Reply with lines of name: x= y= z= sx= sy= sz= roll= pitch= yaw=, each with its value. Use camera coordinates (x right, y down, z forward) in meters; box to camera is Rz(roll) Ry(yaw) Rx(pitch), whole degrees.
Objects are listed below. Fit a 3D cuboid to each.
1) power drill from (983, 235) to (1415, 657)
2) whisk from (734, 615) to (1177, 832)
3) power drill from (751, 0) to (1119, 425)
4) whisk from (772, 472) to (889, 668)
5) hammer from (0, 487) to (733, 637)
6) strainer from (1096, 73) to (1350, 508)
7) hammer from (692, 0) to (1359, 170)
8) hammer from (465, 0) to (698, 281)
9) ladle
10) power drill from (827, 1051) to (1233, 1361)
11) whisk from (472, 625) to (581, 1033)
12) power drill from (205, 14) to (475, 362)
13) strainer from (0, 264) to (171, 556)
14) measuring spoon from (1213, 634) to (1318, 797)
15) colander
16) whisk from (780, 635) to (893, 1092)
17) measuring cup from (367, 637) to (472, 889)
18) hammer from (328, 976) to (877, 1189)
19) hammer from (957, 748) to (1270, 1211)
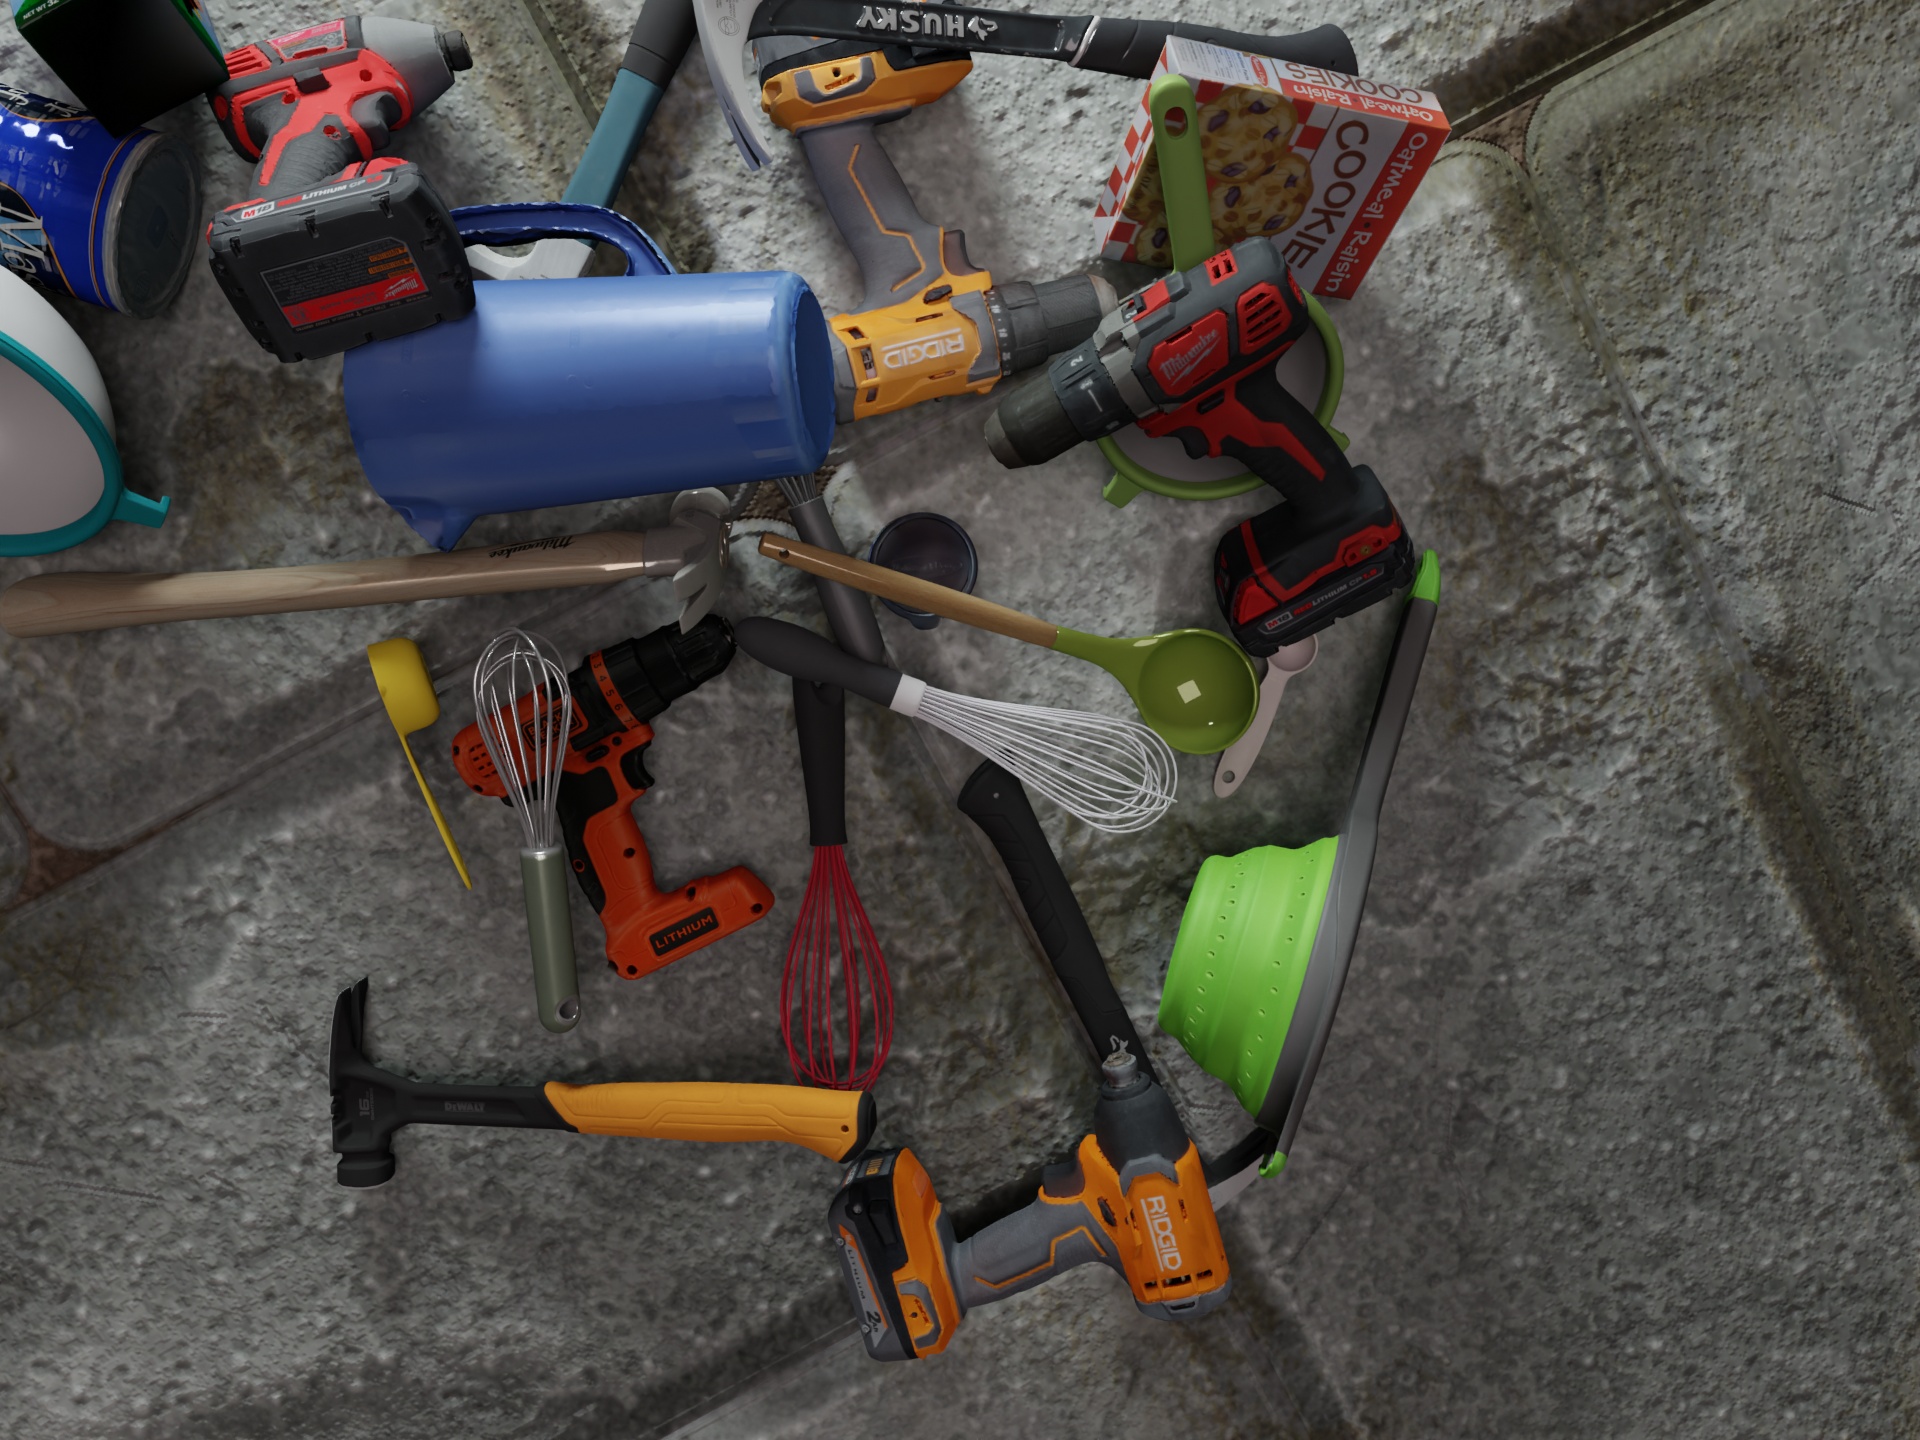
power drill: x=0.141 y=-0.143 z=0.914 sx=0.188 sy=0.080 sz=0.226 roll=-28 pitch=124 yaw=18
whisk: x=-0.002 y=-0.003 z=0.954 sx=0.284 sy=0.070 sz=0.070 roll=22 pitch=95 yaw=-4
power drill: x=-0.014 y=-0.302 z=0.927 sx=0.185 sy=0.084 sz=0.226 roll=-15 pitch=102 yaw=-6
whisk: x=-0.093 y=-0.129 z=0.957 sx=0.055 sy=0.055 sz=0.239 roll=-22 pitch=102 yaw=-2
hammer: x=-0.339 y=-0.075 z=0.903 sx=0.410 sy=0.146 sz=0.038 roll=-5 pitch=118 yaw=0
strainer: x=0.135 y=-0.250 z=0.916 sx=0.151 sy=0.069 sz=0.256 roll=-12 pitch=129 yaw=6
hammer: x=0.051 y=-0.372 z=0.880 sx=0.408 sy=0.036 sz=0.149 roll=-5 pitch=101 yaw=-25
hammer: x=-0.180 y=-0.385 z=0.922 sx=0.128 sy=0.033 sz=0.331 roll=25 pitch=94 yaw=-7
ladle: x=0.034 y=-0.053 z=0.946 sx=0.320 sy=0.062 sz=0.078 roll=17 pitch=110 yaw=-18
power drill: x=0.039 y=0.300 z=0.984 sx=0.226 sy=0.084 sz=0.164 roll=-14 pitch=98 yaw=9
whisk: x=-0.243 y=0.066 z=0.915 sx=0.058 sy=0.059 sz=0.246 roll=-19 pitch=112 yaw=-46
power drill: x=-0.324 y=-0.298 z=0.846 sx=0.143 sy=0.078 sz=0.220 roll=-17 pitch=53 yaw=-3
strainer: x=-0.562 y=-0.225 z=0.804 sx=0.211 sy=0.340 sz=0.095 roll=-3 pitch=55 yaw=9
measuring spoon: x=0.190 y=-0.008 z=1.017 sx=0.034 sy=0.018 sz=0.124 roll=22 pitch=101 yaw=-8
colander: x=0.202 y=0.070 z=0.968 sx=0.094 sy=0.204 sz=0.397 roll=17 pitch=77 yaw=11
whisk: x=-0.080 y=0.095 z=0.980 sx=0.073 sy=0.073 sz=0.296 roll=-3 pitch=91 yaw=-5
measuring cup: x=-0.311 y=0.024 z=0.945 sx=0.029 sy=0.062 sz=0.156 roll=-22 pitch=95 yaw=-14
hammer: x=-0.218 y=0.226 z=0.959 sx=0.337 sy=0.034 sz=0.127 roll=1 pitch=97 yaw=7
hammer: x=0.090 y=0.172 z=1.017 sx=0.146 sy=0.035 sz=0.334 roll=-26 pitch=98 yaw=-1
